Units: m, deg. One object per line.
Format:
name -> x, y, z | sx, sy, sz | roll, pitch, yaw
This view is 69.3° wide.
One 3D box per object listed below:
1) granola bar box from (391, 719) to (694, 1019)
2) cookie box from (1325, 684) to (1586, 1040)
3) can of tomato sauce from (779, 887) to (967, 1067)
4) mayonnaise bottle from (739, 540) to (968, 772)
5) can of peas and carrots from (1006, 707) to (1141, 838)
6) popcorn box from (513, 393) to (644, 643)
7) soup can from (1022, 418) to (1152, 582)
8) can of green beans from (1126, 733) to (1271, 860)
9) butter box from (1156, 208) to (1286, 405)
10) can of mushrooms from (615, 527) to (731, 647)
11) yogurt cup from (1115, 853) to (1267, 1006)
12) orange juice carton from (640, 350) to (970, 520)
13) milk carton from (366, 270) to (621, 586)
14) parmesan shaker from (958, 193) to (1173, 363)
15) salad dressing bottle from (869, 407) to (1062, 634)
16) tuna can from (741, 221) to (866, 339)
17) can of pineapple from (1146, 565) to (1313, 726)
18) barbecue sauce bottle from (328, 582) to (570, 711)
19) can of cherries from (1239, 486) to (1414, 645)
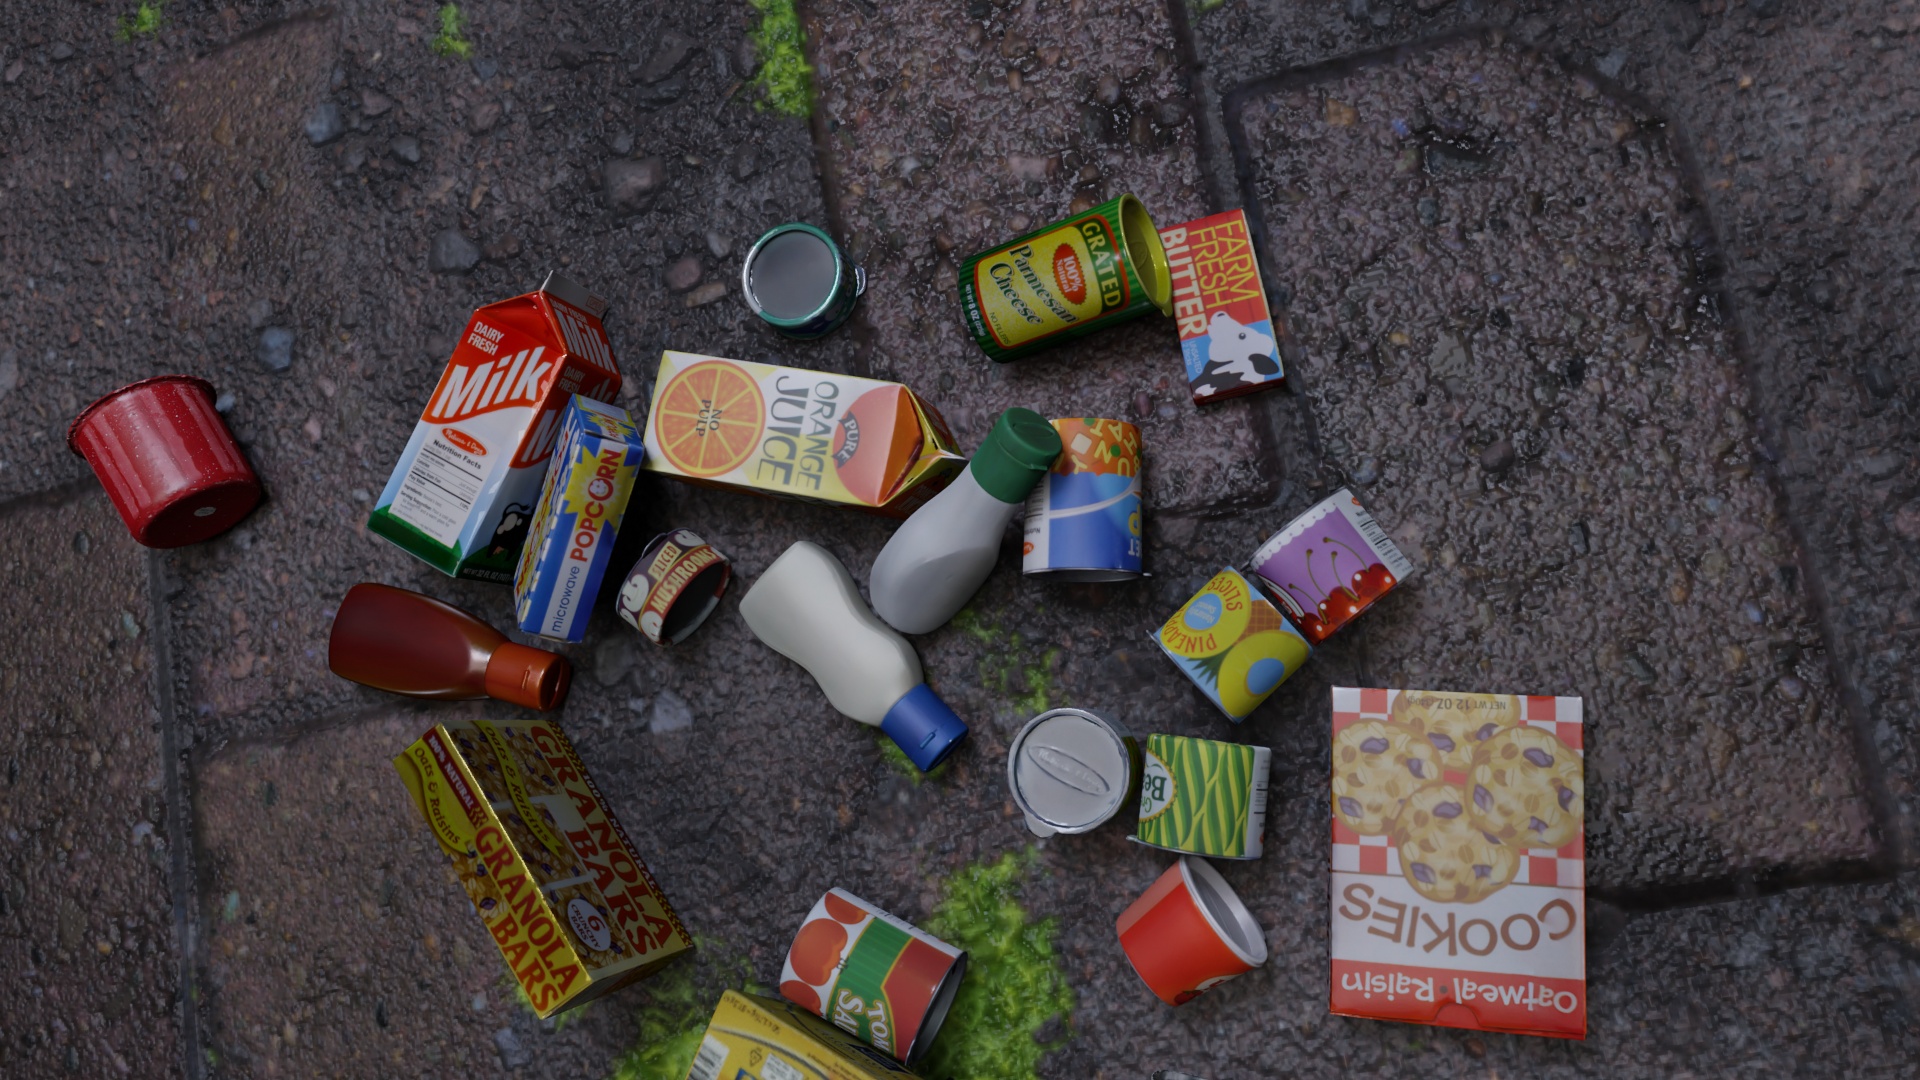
granola bar box -> -0.233, 0.180, 0.787 | 0.039, 0.124, 0.166 | -38, 76, 7
cookie box -> 0.252, 0.161, 0.715 | 0.123, 0.040, 0.167 | 1, 83, 14
can of tomato sauce -> -0.048, 0.240, 0.762 | 0.083, 0.071, 0.071 | 23, 88, 16
mayonnaise bottle -> -0.059, 0.070, 0.804 | 0.148, 0.041, 0.064 | 44, 96, 14
can of peas and carrots -> 0.062, 0.127, 0.756 | 0.071, 0.058, 0.071 | -2, 83, 14
popcorn box -> -0.227, -0.014, 0.819 | 0.038, 0.085, 0.126 | 16, 103, -24
soup can -> 0.071, -0.021, 0.772 | 0.071, 0.071, 0.084 | 0, 82, 14
can of green beans -> 0.129, 0.135, 0.735 | 0.071, 0.071, 0.058 | 5, 84, 14
butter box -> 0.147, -0.132, 0.790 | 0.053, 0.024, 0.103 | -13, 80, 11
can of mushrooms -> -0.169, 0.027, 0.821 | 0.033, 0.071, 0.071 | 35, 92, 14
yogurt cup -> 0.119, 0.207, 0.730 | 0.054, 0.072, 0.072 | -40, 75, 14
orange juice carton -> -0.080, -0.057, 0.810 | 0.193, 0.072, 0.073 | 10, 86, 15
milk carton -> -0.278, -0.073, 0.861 | 0.073, 0.072, 0.190 | 27, 90, 16
parmesan shaker -> 0.059, -0.142, 0.780 | 0.103, 0.071, 0.071 | -17, 79, 27
salad dressing bottle -> 0.003, -0.010, 0.762 | 0.147, 0.064, 0.044 | -53, 49, 35
tuna can -> -0.096, -0.159, 0.848 | 0.071, 0.033, 0.071 | -2, 82, 14
can of pineapple -> 0.144, 0.055, 0.741 | 0.058, 0.071, 0.071 | -44, 75, 4
barbecue sauce bottle -> -0.317, 0.072, 0.865 | 0.148, 0.043, 0.065 | 13, 86, 14
can of cherries -> 0.194, 0.016, 0.737 | 0.071, 0.071, 0.058 | -38, 77, 6
